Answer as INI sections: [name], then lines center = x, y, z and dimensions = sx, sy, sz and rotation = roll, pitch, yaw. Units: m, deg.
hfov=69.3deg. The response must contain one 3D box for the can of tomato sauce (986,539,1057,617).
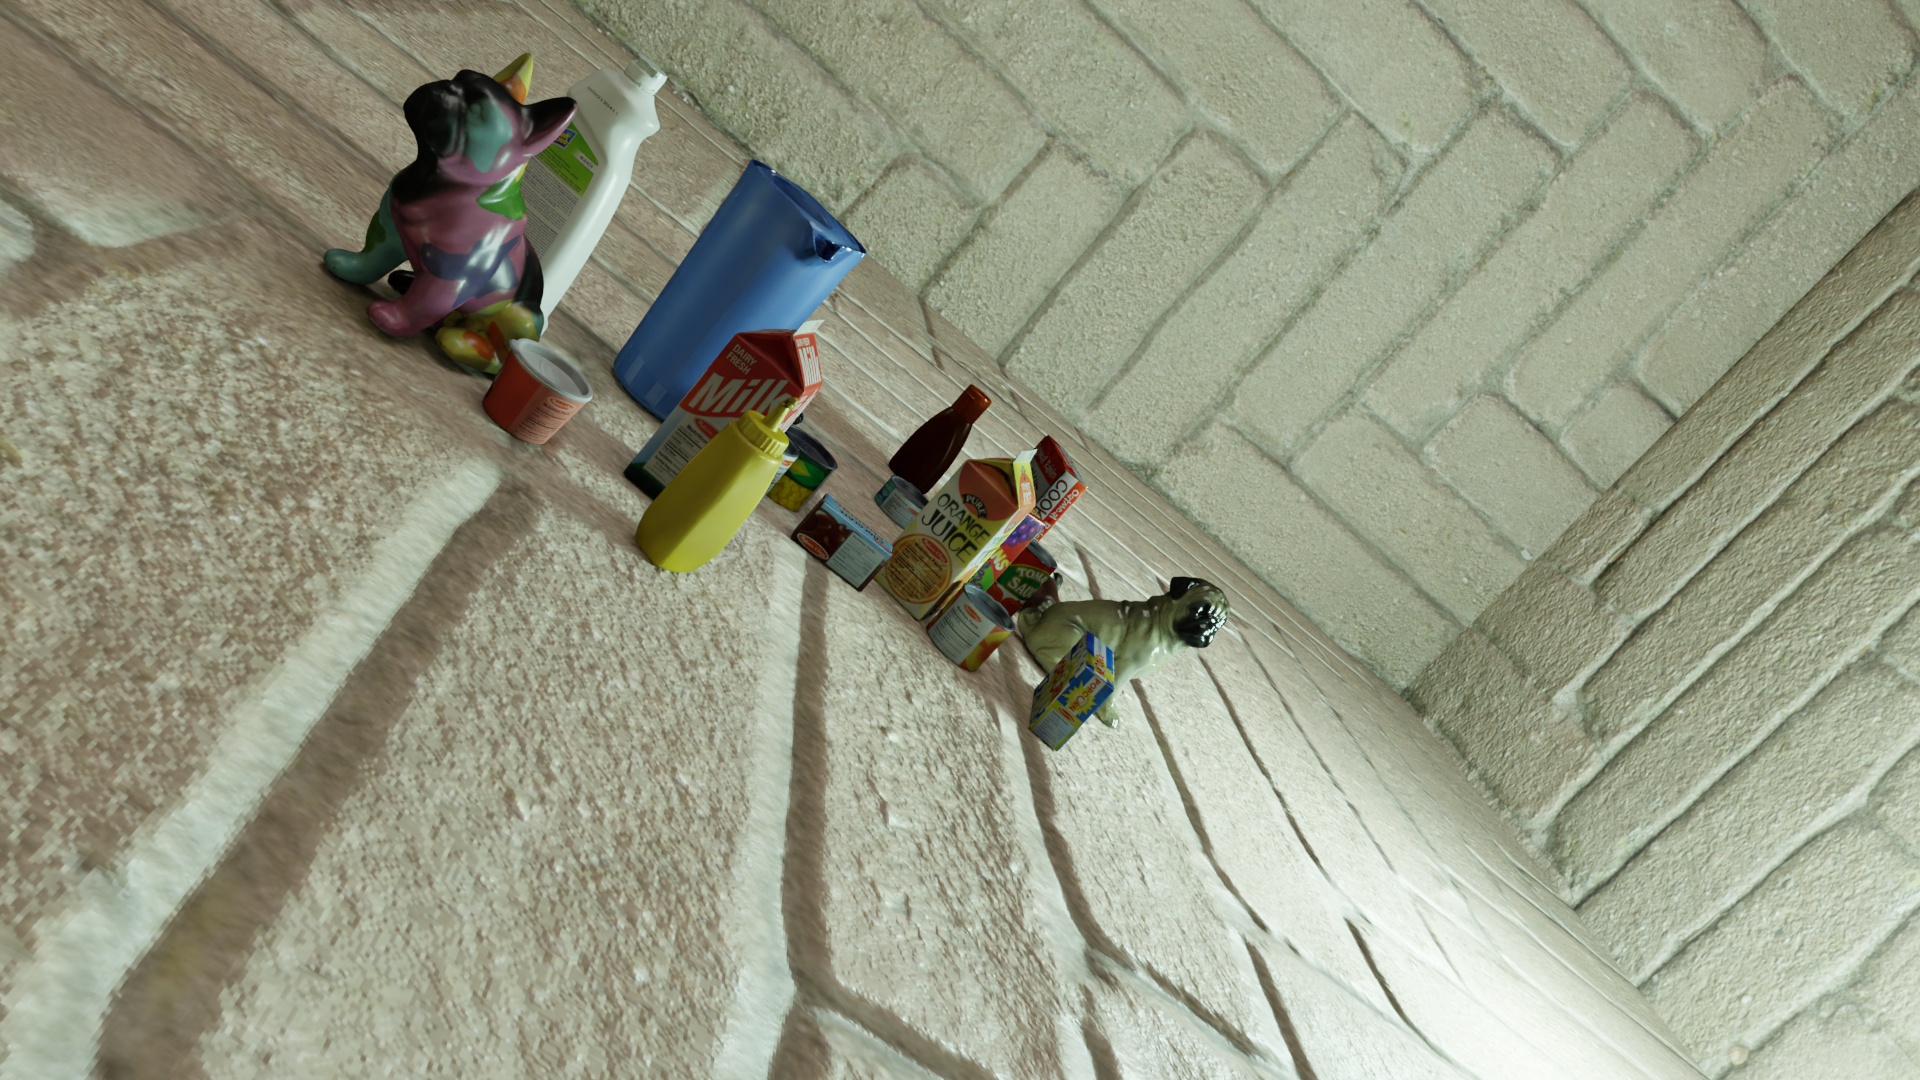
[can of tomato sauce]
center = 0.060, 0.039, 1.575
dimensions = 0.071, 0.083, 0.071
rotation = 39, 13, -11

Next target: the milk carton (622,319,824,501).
[milk carton]
center = -0.178, -0.106, 1.123
dimensions = 0.073, 0.190, 0.072
rotation = 41, 12, -2

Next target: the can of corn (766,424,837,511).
[can of corn]
center = -0.164, -0.072, 1.346
dimensions = 0.071, 0.058, 0.071
rotation = 39, 13, -11

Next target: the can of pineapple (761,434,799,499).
[can of pineapple]
center = -0.194, -0.080, 1.289
dimensions = 0.071, 0.057, 0.071
rotation = 39, 13, -11

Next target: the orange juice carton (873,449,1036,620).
[orange juice carton]
center = 0.005, -0.017, 1.356
dimensions = 0.073, 0.192, 0.072
rotation = 44, 13, 9

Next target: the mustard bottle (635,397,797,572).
[mustard bottle]
center = -0.171, -0.047, 1.019
dimensions = 0.049, 0.160, 0.065
rotation = 46, 13, 21

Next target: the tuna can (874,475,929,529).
[tuna can]
center = -0.064, -0.042, 1.596
dimensions = 0.071, 0.032, 0.071
rotation = 39, 13, -11

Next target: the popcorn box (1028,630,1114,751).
[popcorn box]
center = 0.111, 0.146, 1.369
dimensions = 0.038, 0.085, 0.127
rotation = 41, 13, -4

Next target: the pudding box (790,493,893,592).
[pudding box]
center = -0.109, 0.002, 1.286
dimensions = 0.083, 0.049, 0.030
rotation = 39, 13, -12

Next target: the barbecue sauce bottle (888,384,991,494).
[barbecue sauce bottle]
center = -0.022, -0.130, 1.747
dimensions = 0.065, 0.148, 0.043
rotation = 47, 13, 22

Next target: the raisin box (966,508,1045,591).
[raisin box]
center = 0.019, 0.001, 1.493
dimensions = 0.086, 0.123, 0.040
rotation = 32, 16, -38

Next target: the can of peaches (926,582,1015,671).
[can of peaches]
center = 0.011, 0.084, 1.343
dimensions = 0.071, 0.058, 0.071
rotation = 39, 13, -11

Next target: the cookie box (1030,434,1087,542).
[cookie box]
center = 0.073, -0.037, 1.677
dimensions = 0.040, 0.167, 0.123
rotation = 37, 13, -21

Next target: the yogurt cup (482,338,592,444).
[yogurt cup]
center = -0.317, -0.109, 1.034
dimensions = 0.072, 0.054, 0.072
rotation = 39, 13, -11
